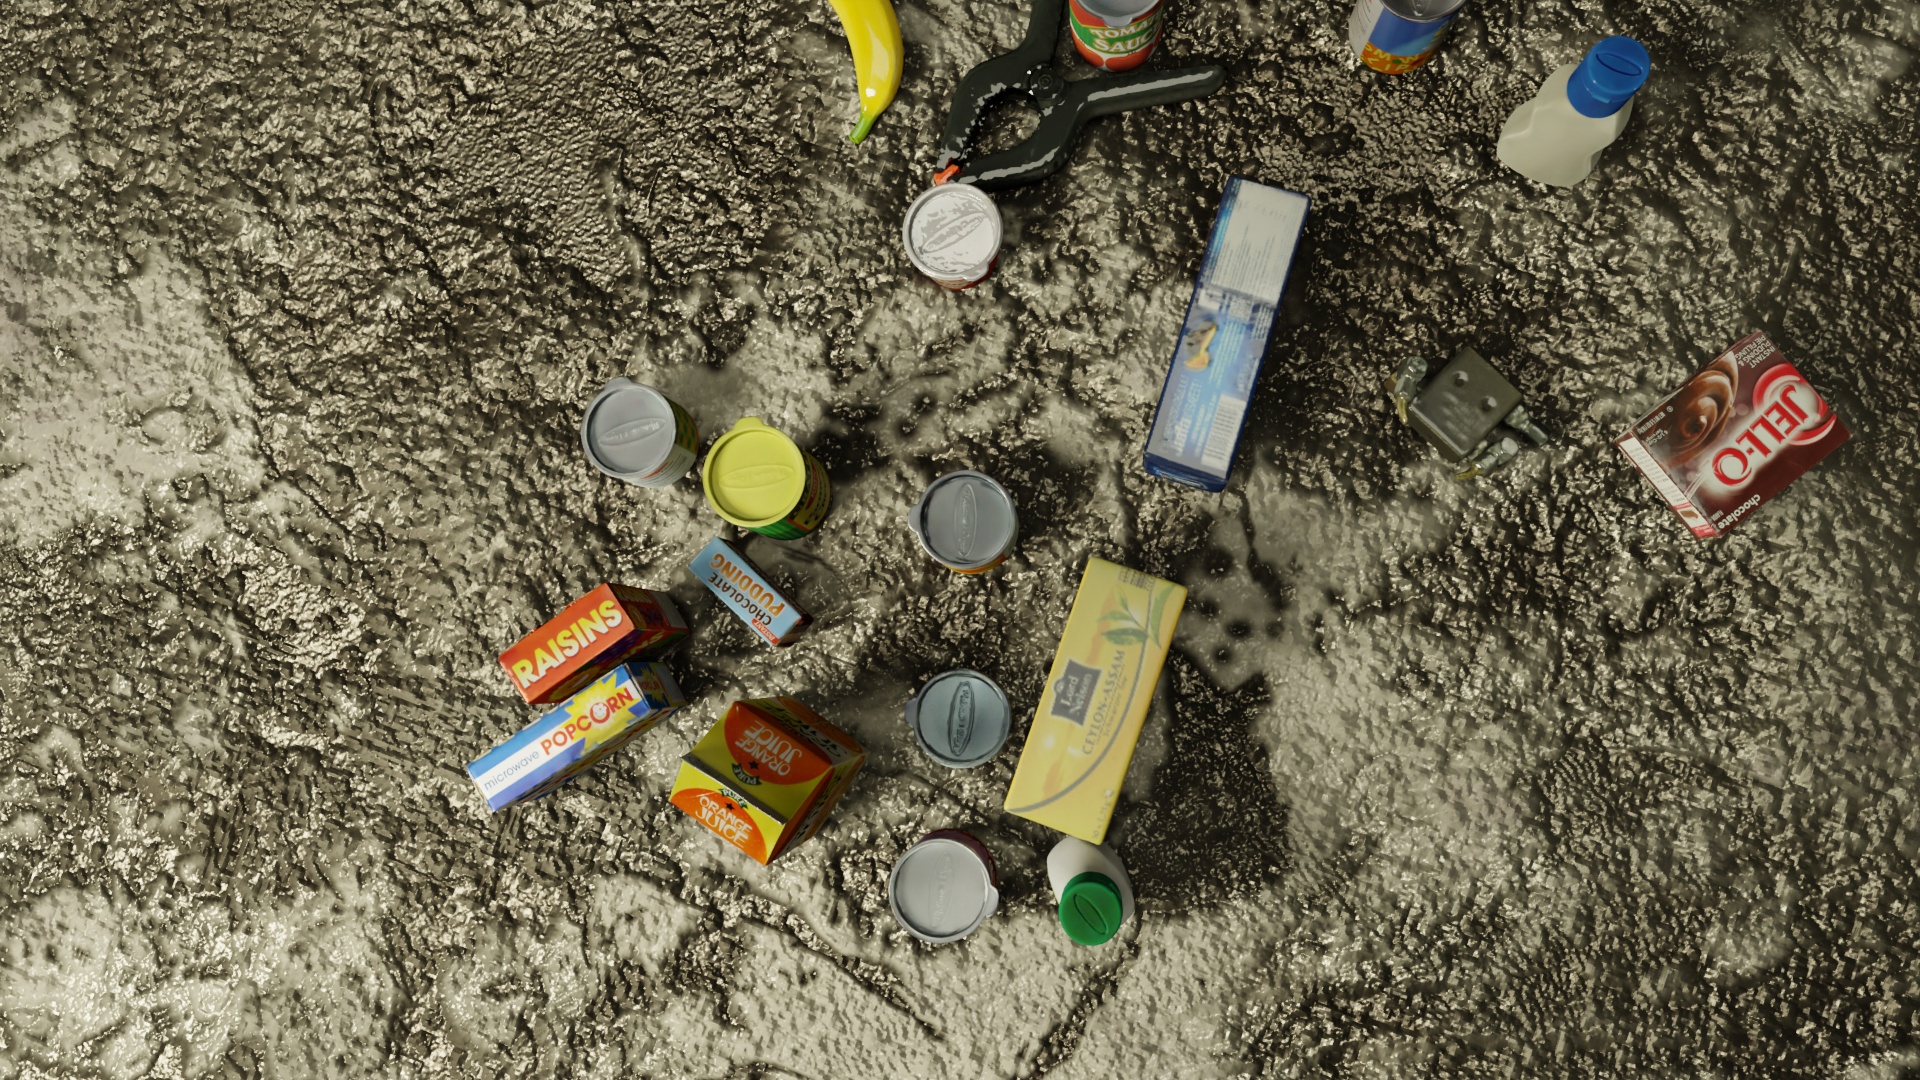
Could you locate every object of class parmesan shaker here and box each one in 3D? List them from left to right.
[{"bbox_3d":[-0.126,-0.039,0.929,0.071,0.103,0.071,0,85,5],"label":"parmesan shaker"}]

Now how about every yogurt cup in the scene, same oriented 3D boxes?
[{"bbox_3d":[-0.003,-0.206,0.959,0.072,0.054,0.072,0,85,5],"label":"yogurt cup"}]

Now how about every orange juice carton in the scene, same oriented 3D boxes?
[{"bbox_3d":[-0.118,0.147,0.864,0.072,0.192,0.073,33,89,7],"label":"orange juice carton"}]

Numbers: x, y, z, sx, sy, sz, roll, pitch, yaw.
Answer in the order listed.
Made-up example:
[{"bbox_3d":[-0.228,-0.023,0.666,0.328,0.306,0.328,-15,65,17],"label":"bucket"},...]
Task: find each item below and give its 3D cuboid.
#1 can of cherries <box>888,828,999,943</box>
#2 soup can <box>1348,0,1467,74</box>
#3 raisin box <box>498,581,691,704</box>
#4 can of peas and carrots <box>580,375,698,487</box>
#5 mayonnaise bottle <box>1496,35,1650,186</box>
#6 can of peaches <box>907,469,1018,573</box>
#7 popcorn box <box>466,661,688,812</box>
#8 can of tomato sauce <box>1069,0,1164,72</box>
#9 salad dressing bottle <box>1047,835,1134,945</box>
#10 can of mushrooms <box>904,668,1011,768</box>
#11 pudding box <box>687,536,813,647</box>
[{"bbox_3d":[-0.008,0.227,0.914,0.071,0.058,0.071,0,85,5],"label":"can of cherries"},{"bbox_3d":[0.303,-0.360,0.930,0.071,0.083,0.071,0,85,5],"label":"soup can"},{"bbox_3d":[-0.238,0.068,0.918,0.086,0.123,0.040,-34,83,2],"label":"raisin box"},{"bbox_3d":[-0.222,-0.074,0.963,0.071,0.058,0.071,0,85,5],"label":"can of peas and carrots"},{"bbox_3d":[0.391,-0.271,0.881,0.065,0.148,0.041,25,88,7],"label":"mayonnaise bottle"},{"bbox_3d":[0.003,-0.012,0.937,0.071,0.058,0.071,0,85,5],"label":"can of peaches"},{"bbox_3d":[-0.255,0.130,0.933,0.127,0.085,0.038,-33,83,2],"label":"popcorn box"},{"bbox_3d":[0.108,-0.366,0.950,0.071,0.083,0.071,0,85,5],"label":"can of tomato sauce"},{"bbox_3d":[0.081,0.218,0.861,0.044,0.147,0.064,-39,83,1],"label":"salad dressing bottle"},{"bbox_3d":[-0.001,0.119,0.936,0.071,0.033,0.071,0,84,5],"label":"can of mushrooms"},{"bbox_3d":[-0.143,0.036,0.950,0.084,0.049,0.030,42,90,8],"label":"pudding box"}]
